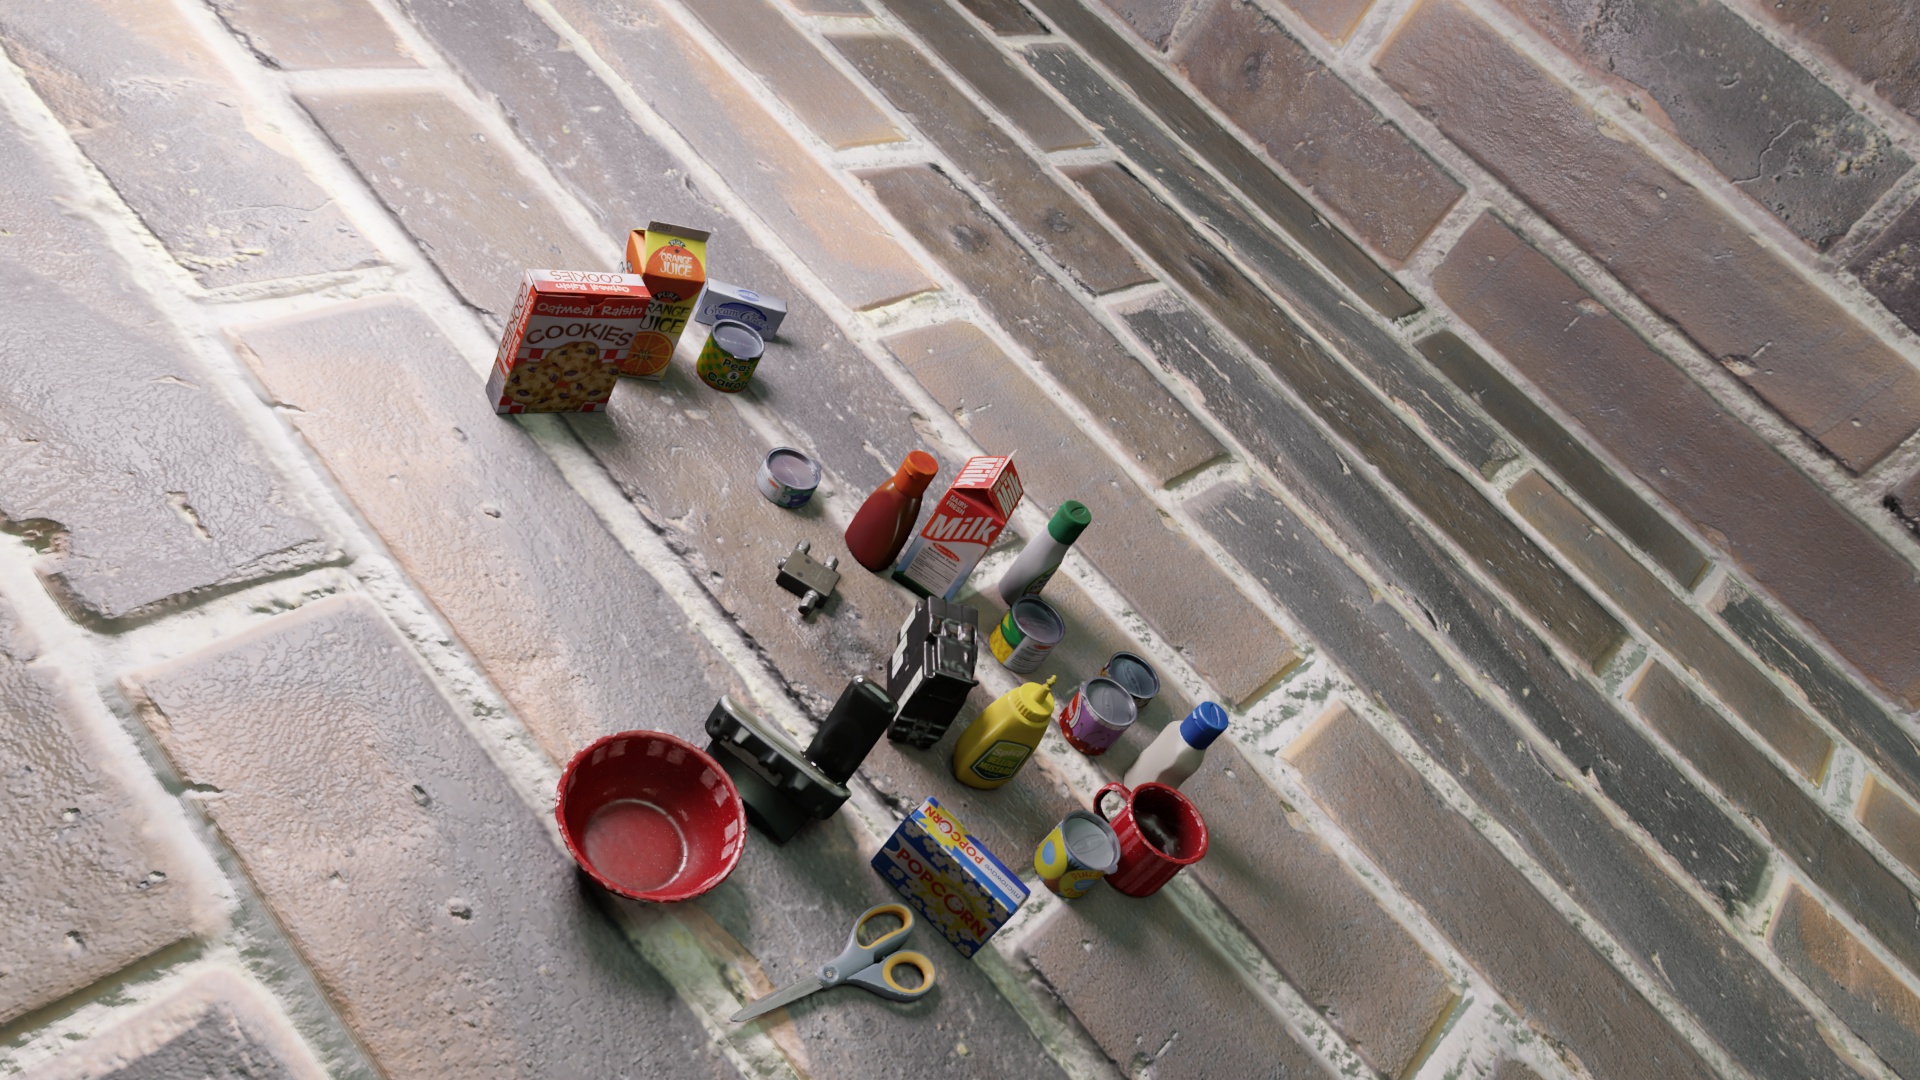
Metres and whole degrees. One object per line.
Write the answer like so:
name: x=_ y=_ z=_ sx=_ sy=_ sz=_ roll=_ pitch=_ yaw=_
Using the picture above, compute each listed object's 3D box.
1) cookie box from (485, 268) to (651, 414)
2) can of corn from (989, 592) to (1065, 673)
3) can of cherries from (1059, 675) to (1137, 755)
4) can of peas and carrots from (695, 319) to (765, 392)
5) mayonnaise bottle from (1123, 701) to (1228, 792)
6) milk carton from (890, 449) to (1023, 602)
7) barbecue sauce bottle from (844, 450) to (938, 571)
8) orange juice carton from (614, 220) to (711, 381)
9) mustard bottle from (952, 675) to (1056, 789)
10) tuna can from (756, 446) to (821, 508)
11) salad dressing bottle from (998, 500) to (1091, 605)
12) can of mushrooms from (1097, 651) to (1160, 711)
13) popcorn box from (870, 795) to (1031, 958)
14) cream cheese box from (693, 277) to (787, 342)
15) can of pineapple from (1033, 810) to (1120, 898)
cookie box: x=-0.403 y=-0.201 z=1.427 sx=0.123 sy=0.166 sz=0.040 roll=-6 pitch=53 yaw=-40
can of corn: x=0.073 y=0.103 z=1.540 sx=0.071 sy=0.058 sz=0.071 roll=20 pitch=40 yaw=-18
can of cherries: x=0.146 y=0.189 z=1.503 sx=0.071 sy=0.058 sz=0.072 roll=20 pitch=40 yaw=-18
can of peas and carrots: x=-0.269 y=-0.214 z=1.627 sx=0.071 sy=0.058 sz=0.071 roll=20 pitch=40 yaw=-18
mayonnaise bottle: x=0.224 y=0.224 z=1.449 sx=0.041 sy=0.147 sz=0.065 roll=21 pitch=40 yaw=-18
milk carton: x=0.005 y=-0.019 z=1.513 sx=0.073 sy=0.189 sz=0.073 roll=34 pitch=38 yaw=-1
barbecue sauce bottle: x=-0.072 y=-0.035 z=1.507 sx=0.044 sy=0.147 sz=0.065 roll=-18 pitch=61 yaw=-46
orange juice carton: x=-0.339 y=-0.271 z=1.528 sx=0.072 sy=0.191 sz=0.073 roll=4 pitch=47 yaw=-34
mustard bottle: x=0.050 y=0.183 z=1.356 sx=0.065 sy=0.159 sz=0.049 roll=16 pitch=41 yaw=-23
tuna can: x=-0.191 y=-0.071 z=1.553 sx=0.071 sy=0.032 sz=0.071 roll=20 pitch=40 yaw=-18
salad dressing bottle: x=0.096 y=0.015 z=1.578 sx=0.044 sy=0.147 sz=0.064 roll=48 pitch=39 yaw=16
can of mushrooms: x=0.189 y=0.162 z=1.582 sx=0.071 sy=0.033 sz=0.071 roll=20 pitch=40 yaw=-18
popcorn box: x=-0.010 y=0.302 z=1.246 sx=0.127 sy=0.084 sz=0.038 roll=42 pitch=38 yaw=10
cream cheese box: x=-0.270 y=-0.282 z=1.703 sx=0.104 sy=0.053 sz=0.024 roll=13 pitch=42 yaw=-25
can of pineapple: x=0.114 y=0.307 z=1.352 sx=0.071 sy=0.057 sz=0.071 roll=20 pitch=40 yaw=-18
